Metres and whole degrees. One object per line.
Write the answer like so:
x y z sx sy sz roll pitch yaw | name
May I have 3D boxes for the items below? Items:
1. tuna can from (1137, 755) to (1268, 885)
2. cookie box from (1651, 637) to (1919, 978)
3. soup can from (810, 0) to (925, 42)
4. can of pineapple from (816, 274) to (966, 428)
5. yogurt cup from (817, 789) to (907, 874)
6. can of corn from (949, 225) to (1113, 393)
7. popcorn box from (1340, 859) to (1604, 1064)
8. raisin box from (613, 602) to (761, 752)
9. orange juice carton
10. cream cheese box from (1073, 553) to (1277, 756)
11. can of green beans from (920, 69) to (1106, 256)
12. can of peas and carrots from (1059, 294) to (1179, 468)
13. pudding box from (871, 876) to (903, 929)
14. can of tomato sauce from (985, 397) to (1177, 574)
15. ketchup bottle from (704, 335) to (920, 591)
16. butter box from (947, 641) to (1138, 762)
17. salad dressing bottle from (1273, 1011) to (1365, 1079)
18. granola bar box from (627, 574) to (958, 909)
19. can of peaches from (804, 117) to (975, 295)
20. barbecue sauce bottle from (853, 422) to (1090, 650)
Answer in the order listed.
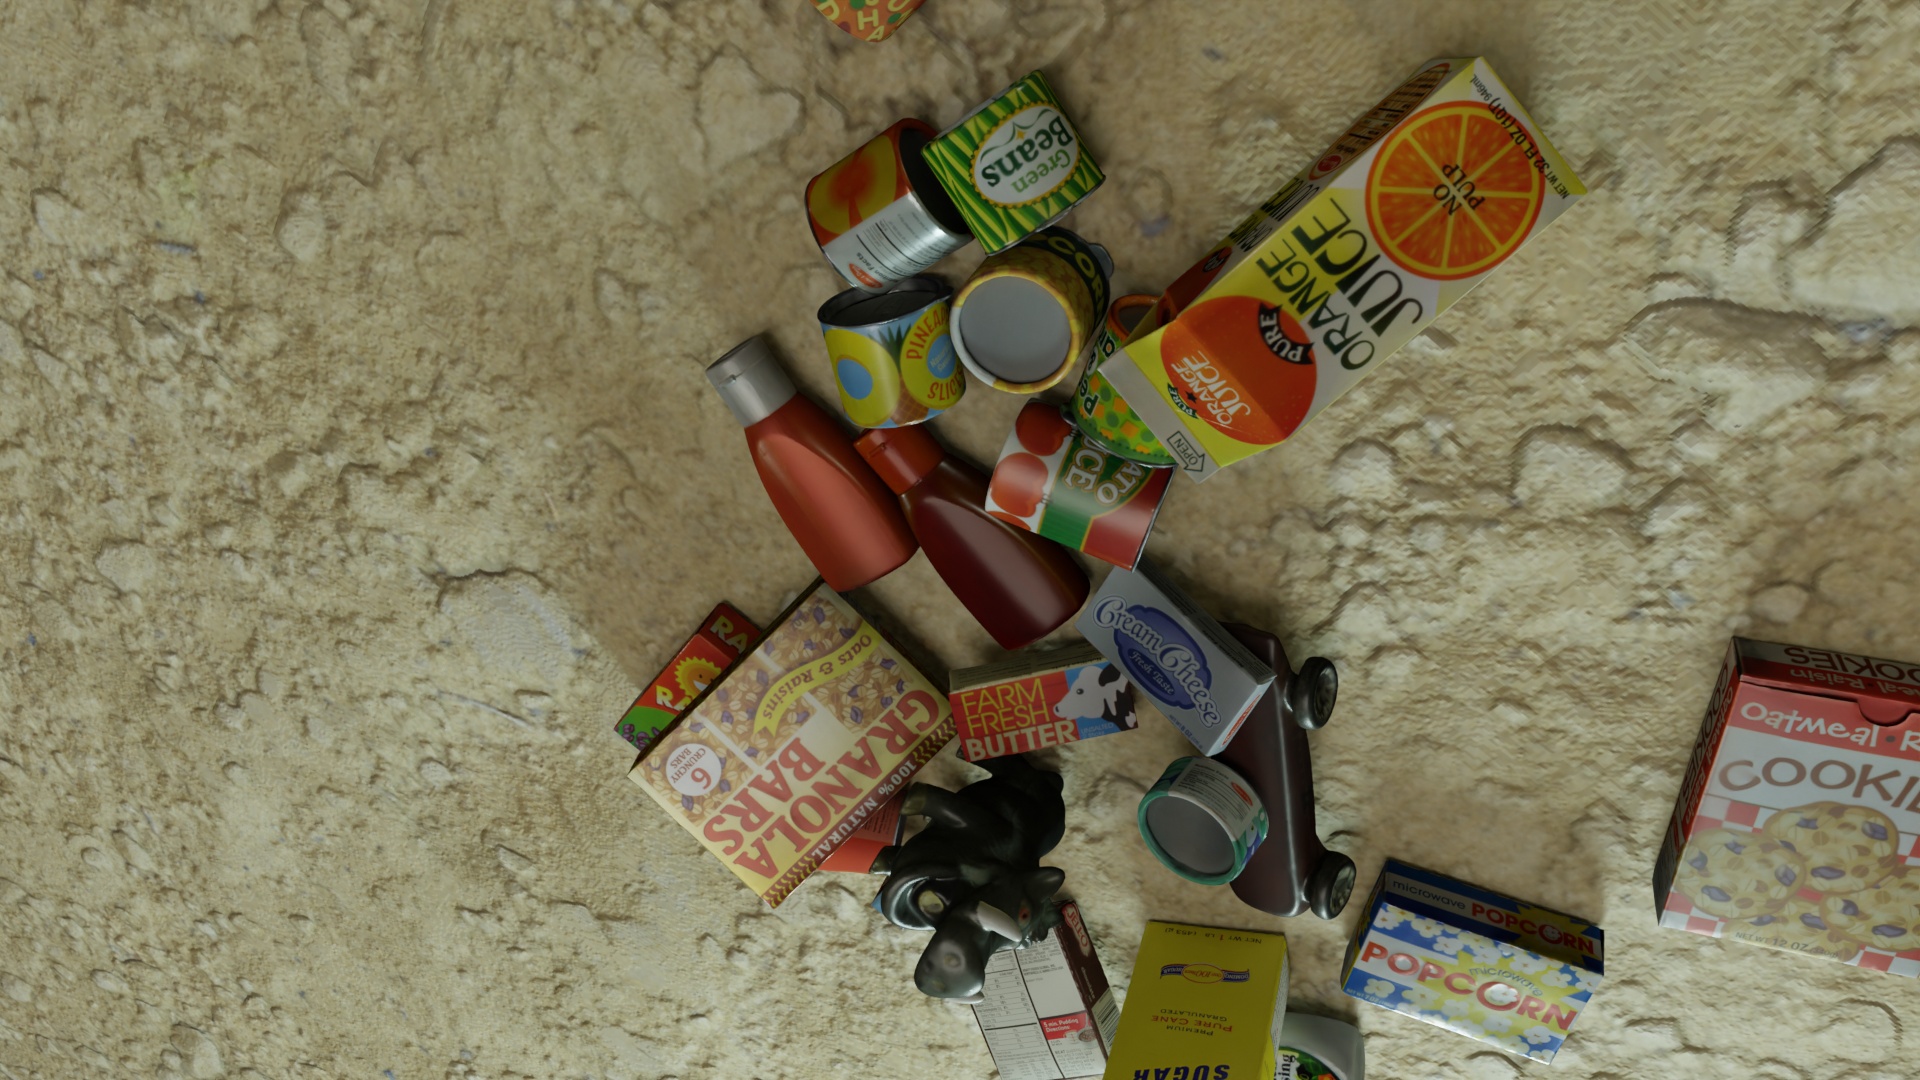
0.133 0.157 0.771 0.071 0.033 0.070 23 131 28 | tuna can
0.430 0.135 0.690 0.123 0.040 0.166 9 123 16 | cookie box
-0.028 -0.266 0.596 0.083 0.072 0.071 -34 104 34 | soup can
-0.033 -0.096 0.707 0.071 0.071 0.057 -1 121 22 | can of pineapple
-0.065 0.185 0.900 0.054 0.073 0.072 11 124 5 | yogurt cup
0.036 -0.113 0.675 0.071 0.058 0.070 10 124 15 | can of corn
0.297 0.246 0.813 0.127 0.038 0.084 17 125 11 | popcorn box
-0.158 0.107 0.902 0.086 0.040 0.123 40 127 -6 | raisin box
0.152 -0.110 0.587 0.192 0.073 0.071 -41 101 15 | orange juice carton
0.112 0.058 0.736 0.104 0.024 0.053 45 119 27 | cream cheese box
0.024 -0.173 0.638 0.071 0.071 0.057 -25 109 32 | can of green beans
0.090 -0.078 0.670 0.071 0.071 0.058 25 125 5 | can of peas and carrots
-0.020 0.212 0.907 0.030 0.050 0.083 37 126 -3 | pudding box
0.063 -0.030 0.712 0.083 0.071 0.070 22 126 8 | can of tomato sauce
-0.085 -0.043 0.776 0.064 0.044 0.148 -24 109 30 | ketchup bottle
0.047 0.092 0.802 0.103 0.024 0.053 -12 117 4 | butter box
0.186 0.335 0.908 0.147 0.044 0.064 -3 119 25 | salad dressing bottle
-0.096 0.120 0.837 0.165 0.039 0.124 -44 100 4 | granola bar box
-0.032 -0.162 0.668 0.058 0.071 0.071 -24 109 32 | can of peaches
0.003 -0.010 0.763 0.064 0.044 0.148 -34 103 33 | barbecue sauce bottle
